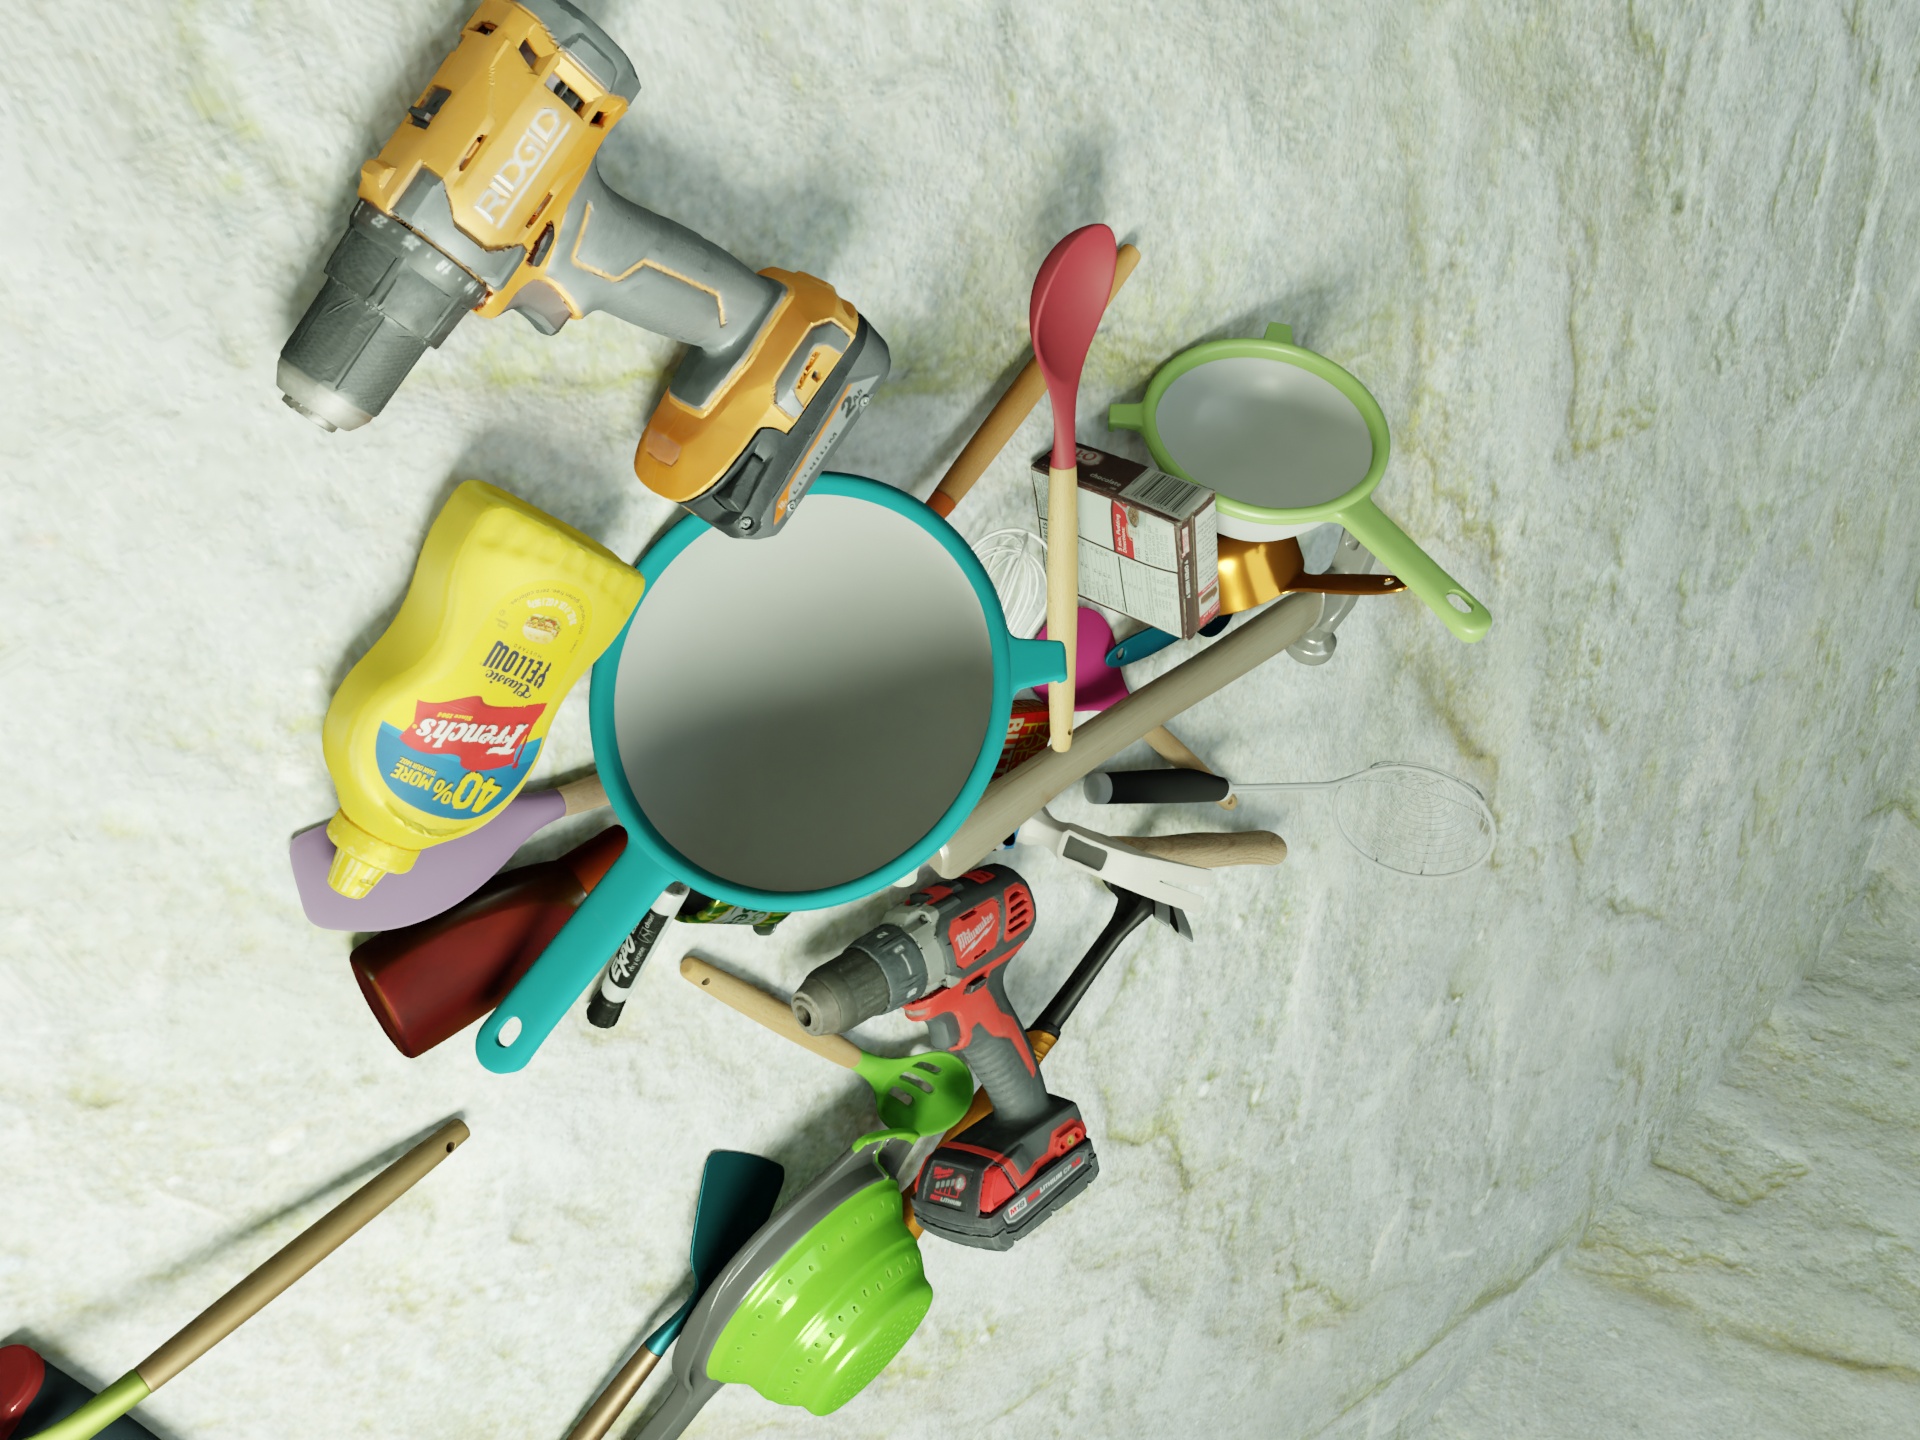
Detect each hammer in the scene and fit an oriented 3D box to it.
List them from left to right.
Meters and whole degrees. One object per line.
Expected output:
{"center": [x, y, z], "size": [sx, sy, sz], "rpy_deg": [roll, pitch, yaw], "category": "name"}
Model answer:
{"center": [-0.386, 0.423, 0.856], "size": [0.143, 0.038, 0.385], "rpy_deg": [-39, 138, -23], "category": "hammer"}
{"center": [0.046, 0.251, 1.151], "size": [0.034, 0.127, 0.337], "rpy_deg": [33, 97, -16], "category": "hammer"}
{"center": [0.133, -0.019, 1.049], "size": [0.410, 0.038, 0.146], "rpy_deg": [-31, 150, -31], "category": "hammer"}
{"center": [0.169, 0.097, 1.174], "size": [0.331, 0.130, 0.031], "rpy_deg": [6, 106, -57], "category": "hammer"}

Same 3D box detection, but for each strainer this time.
{"center": [-0.108, 0.040, 0.787], "size": [0.340, 0.211, 0.095], "rpy_deg": [-51, 162, 3], "category": "strainer"}
{"center": [0.214, -0.124, 0.959], "size": [0.151, 0.257, 0.069], "rpy_deg": [-31, 155, -22], "category": "strainer"}

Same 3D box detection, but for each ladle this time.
{"center": [-0.354, 0.296, 0.747], "size": [0.320, 0.062, 0.078], "rpy_deg": [-38, 131, -41], "category": "ladle"}
{"center": [0.059, -0.119, 0.891], "size": [0.069, 0.031, 0.315], "rpy_deg": [-33, 133, -42], "category": "ladle"}

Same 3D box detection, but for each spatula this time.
{"center": [-0.182, 0.037, 0.816], "size": [0.316, 0.018, 0.059], "rpy_deg": [-20, 104, -38], "category": "spatula"}
{"center": [-0.221, 0.424, 1.046], "size": [0.317, 0.044, 0.082], "rpy_deg": [-53, 143, 2], "category": "spatula"}
{"center": [0.011, -0.136, 0.882], "size": [0.041, 0.081, 0.322], "rpy_deg": [44, 76, -35], "category": "spatula"}

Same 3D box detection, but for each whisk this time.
{"center": [-0.002, -0.003, 0.964], "size": [0.059, 0.058, 0.246], "rpy_deg": [14, 113, -14], "category": "whisk"}

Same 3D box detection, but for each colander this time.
{"center": [-0.137, 0.456, 1.068], "size": [0.397, 0.095, 0.204], "rpy_deg": [-52, 158, 3], "category": "colander"}

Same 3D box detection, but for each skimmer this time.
{"center": [0.251, 0.077, 1.199], "size": [0.363, 0.090, 0.127], "rpy_deg": [1, 152, -33], "category": "skimmer"}

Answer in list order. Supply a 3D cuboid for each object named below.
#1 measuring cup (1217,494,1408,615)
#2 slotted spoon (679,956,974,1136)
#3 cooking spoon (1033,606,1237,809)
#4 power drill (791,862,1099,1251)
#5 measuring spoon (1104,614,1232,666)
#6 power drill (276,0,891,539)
{"center": [0.203, -0.108, 1.005], "size": [0.095, 0.174, 0.052], "rpy_deg": [-42, 122, -30], "category": "measuring cup"}
{"center": [-0.083, 0.211, 1.038], "size": [0.070, 0.031, 0.313], "rpy_deg": [-47, 139, 0], "category": "slotted spoon"}
{"center": [0.133, 0.004, 1.130], "size": [0.069, 0.017, 0.318], "rpy_deg": [-55, 141, -1], "category": "cooking spoon"}
{"center": [-0.009, 0.224, 1.027], "size": [0.188, 0.080, 0.226], "rpy_deg": [-24, 104, -41], "category": "power drill"}
{"center": [0.139, -0.065, 1.085], "size": [0.128, 0.021, 0.042], "rpy_deg": [-25, 128, -33], "category": "measuring spoon"}
{"center": [-0.154, -0.161, 0.668], "size": [0.185, 0.084, 0.226], "rpy_deg": [-55, 137, -1], "category": "power drill"}
